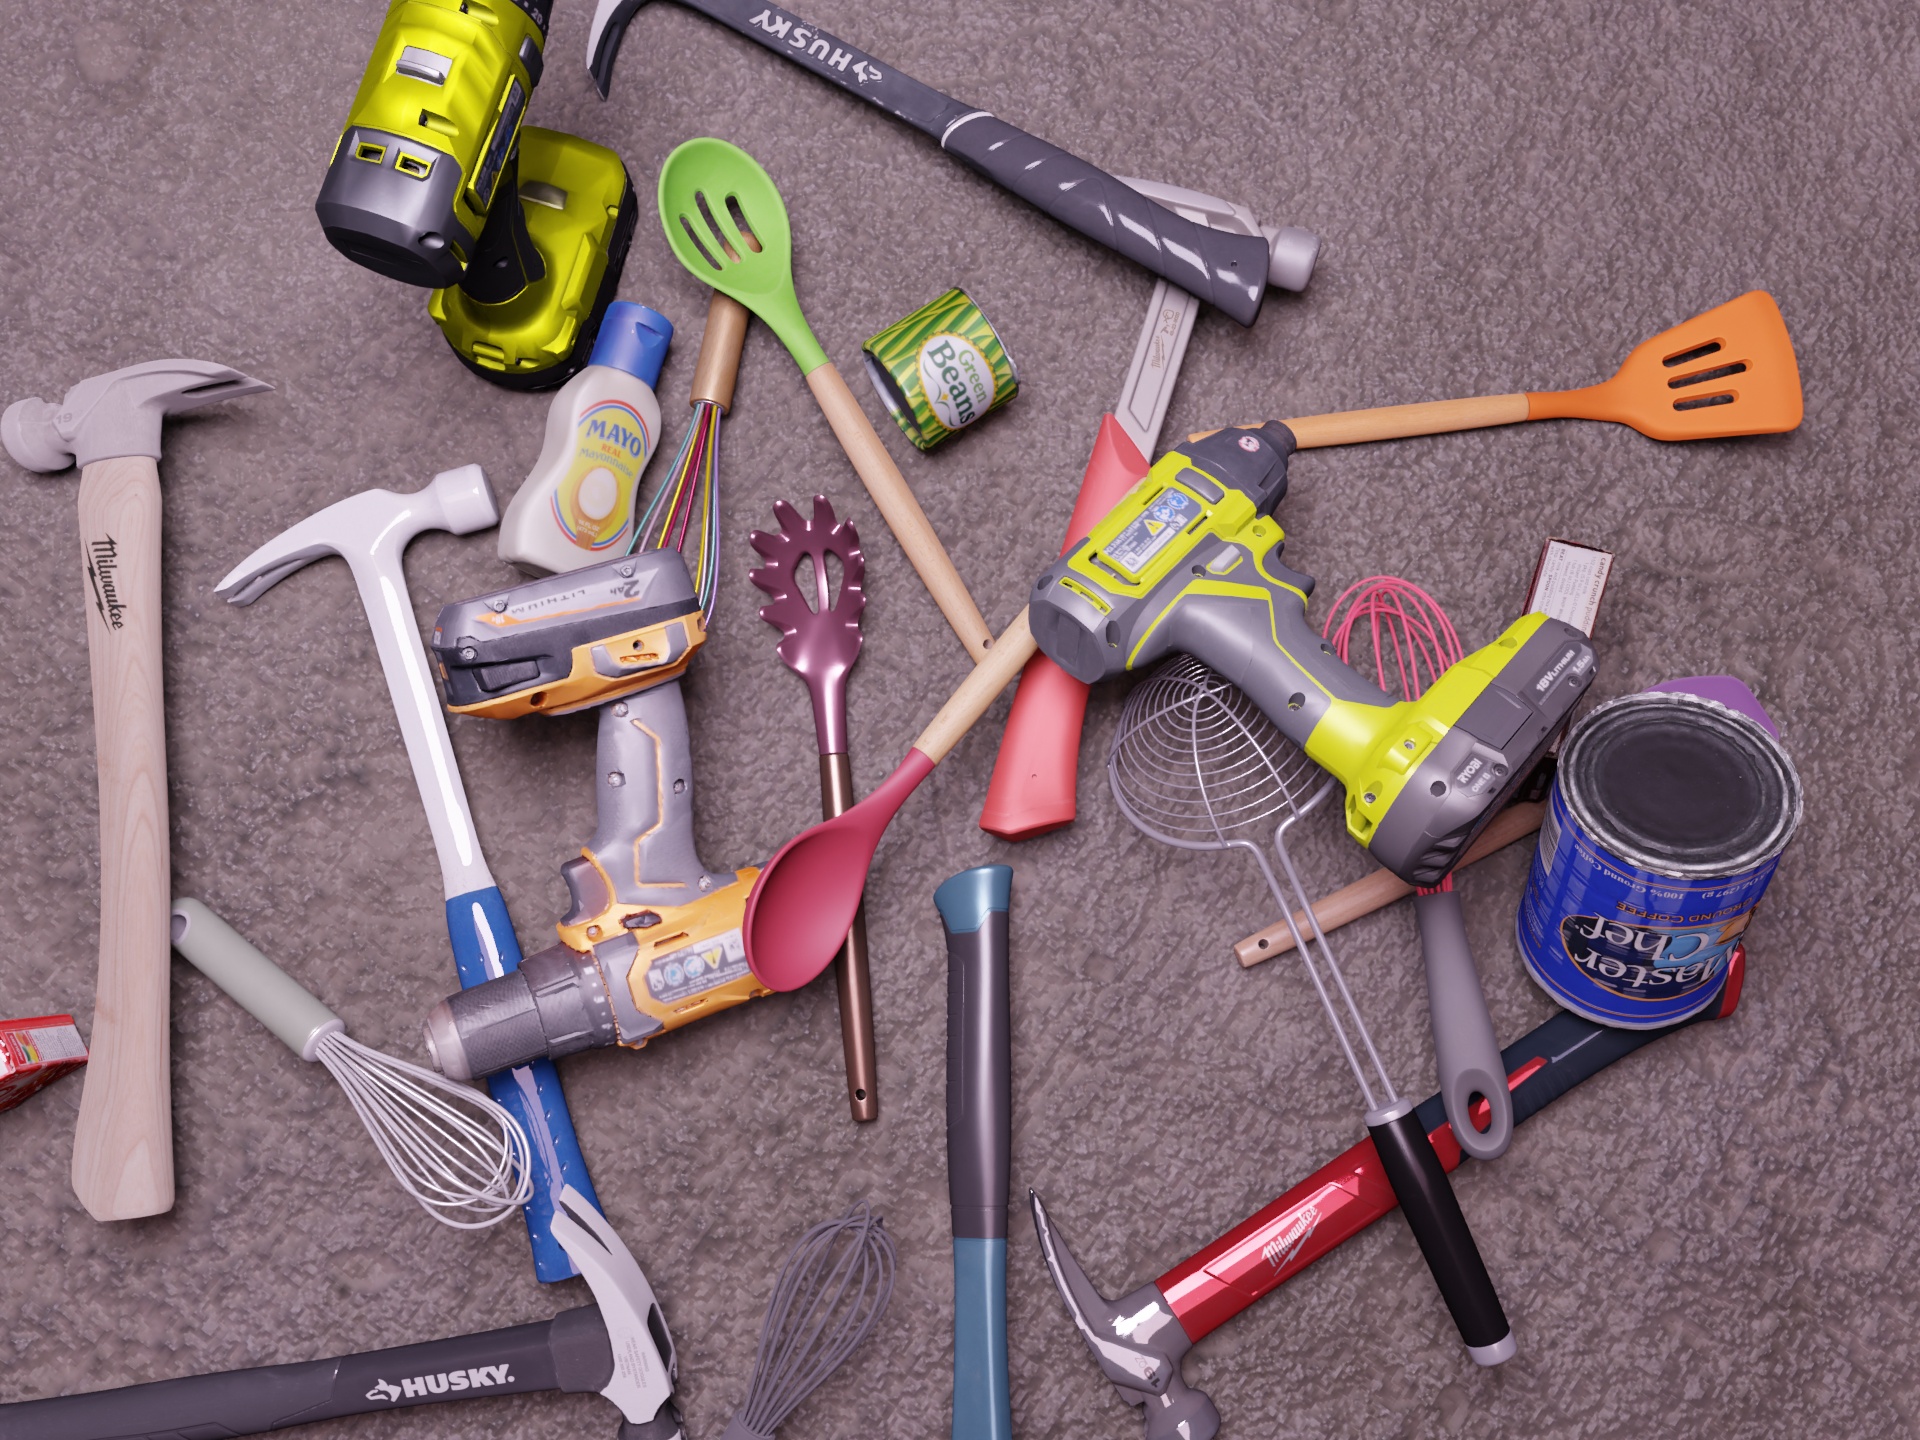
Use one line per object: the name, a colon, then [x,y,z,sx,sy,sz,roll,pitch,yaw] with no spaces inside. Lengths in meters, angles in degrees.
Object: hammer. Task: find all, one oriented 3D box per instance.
hammer: [-0.016,-0.318,0.844,0.409,0.036,0.149,32,84,10]
hammer: [0.008,0.236,0.770,0.128,0.033,0.331,-9,74,32]
hammer: [-0.395,0.028,0.772,0.146,0.038,0.411,-8,81,19]
hammer: [-0.254,0.078,0.798,0.144,0.035,0.405,-18,83,-5]
hammer: [-0.305,0.310,0.746,0.335,0.035,0.146,-9,106,0]
hammer: [0.223,0.201,0.802,0.386,0.038,0.143,-31,83,-7]
hammer: [0.069,-0.113,0.831,0.149,0.036,0.359,17,81,8]

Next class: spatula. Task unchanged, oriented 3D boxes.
spatula: [0.283,-0.170,0.857,0.322,0.041,0.081,-7,79,-3]
spatula: [0.284,0.055,0.836,0.316,0.018,0.060,-25,71,-6]

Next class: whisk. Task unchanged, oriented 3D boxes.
whisk: [0.234,0.068,0.794,0.073,0.073,0.296,-7,78,-4]
whisk: [-0.100,0.336,0.759,0.055,0.055,0.239,30,89,2]
whisk: [-0.298,0.157,0.760,0.246,0.059,0.058,33,91,18]
whisk: [-0.140,-0.144,0.836,0.051,0.047,0.245,13,77,-13]

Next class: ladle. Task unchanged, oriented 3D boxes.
ladle: [-0.001,-0.002,0.769,0.031,0.069,0.315,27,72,43]

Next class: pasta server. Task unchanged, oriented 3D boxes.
pasta server: [-0.064,0.044,0.812,0.060,0.040,0.316,-7,83,9]

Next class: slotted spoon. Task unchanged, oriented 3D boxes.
slotted spoon: [-0.063,-0.160,0.832,0.070,0.031,0.314,-32,92,-26]

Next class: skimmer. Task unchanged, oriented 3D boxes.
skimmer: [0.185,0.129,0.785,0.127,0.090,0.363,-24,85,11]

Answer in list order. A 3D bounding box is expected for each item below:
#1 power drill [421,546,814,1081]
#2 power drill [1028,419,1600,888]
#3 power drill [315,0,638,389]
power drill: [-0.182,0.048,0.747,0.185,0.084,0.226,-19,101,-22]
power drill: [0.167,-0.043,0.739,0.223,0.080,0.171,38,65,20]
power drill: [-0.215,-0.270,0.753,0.080,0.228,0.190,17,81,0]
